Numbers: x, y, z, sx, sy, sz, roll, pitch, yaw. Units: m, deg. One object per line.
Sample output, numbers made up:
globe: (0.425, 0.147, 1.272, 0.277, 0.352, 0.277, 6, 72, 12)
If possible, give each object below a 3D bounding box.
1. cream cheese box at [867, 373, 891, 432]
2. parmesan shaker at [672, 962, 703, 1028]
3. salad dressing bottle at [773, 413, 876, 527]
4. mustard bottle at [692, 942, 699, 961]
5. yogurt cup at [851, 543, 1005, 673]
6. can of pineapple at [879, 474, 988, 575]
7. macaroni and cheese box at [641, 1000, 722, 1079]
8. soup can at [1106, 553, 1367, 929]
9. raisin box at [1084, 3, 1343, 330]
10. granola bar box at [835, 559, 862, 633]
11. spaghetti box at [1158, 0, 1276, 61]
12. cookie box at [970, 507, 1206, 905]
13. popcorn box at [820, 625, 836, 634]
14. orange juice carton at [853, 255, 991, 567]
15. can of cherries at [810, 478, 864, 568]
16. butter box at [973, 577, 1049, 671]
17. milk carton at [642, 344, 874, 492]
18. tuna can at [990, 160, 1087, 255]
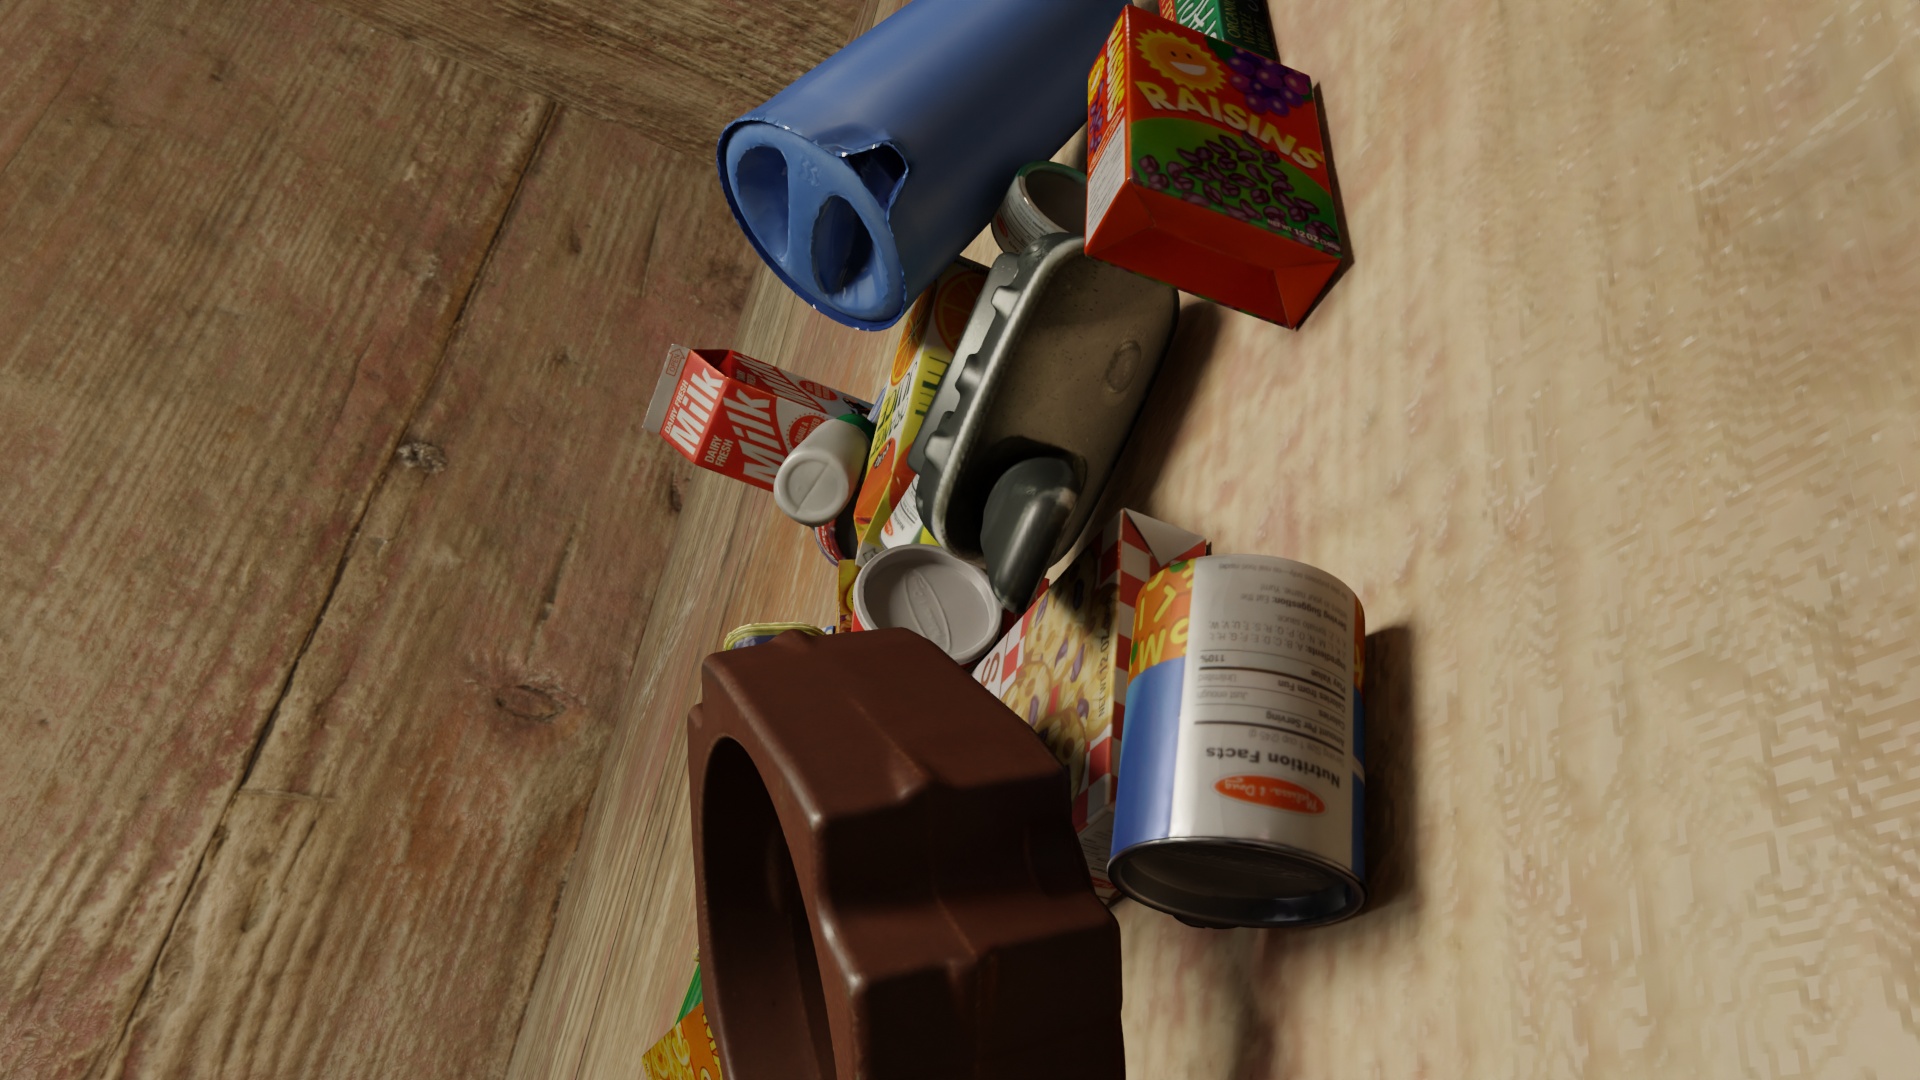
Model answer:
cream cheese box: (-0.032, -0.083, 0.944, 0.024, 0.053, 0.103, -90, 25, -49)
parmesan shaker: (-0.122, 0.250, 0.816, 0.071, 0.071, 0.103, -149, 80, -74)
salad dressing bottle: (-0.078, -0.050, 0.864, 0.064, 0.044, 0.148, -56, 5, 15)
mustard bottle: (-0.068, 0.167, 0.642, 0.160, 0.065, 0.049, -25, 34, 27)
yogurt cup: (-0.020, 0.043, 0.635, 0.053, 0.072, 0.073, 110, 169, -46)
can of pineapple: (0.003, -0.009, 0.708, 0.057, 0.071, 0.071, -58, 18, 16)
macaroni and cheese box: (-0.093, 0.273, 0.638, 0.165, 0.040, 0.124, -52, 57, 50)
soup can: (0.077, 0.056, 0.382, 0.071, 0.071, 0.084, 132, 154, -54)
raisin box: (0.093, -0.144, 0.528, 0.039, 0.086, 0.124, 119, 163, -46)
granola bar box: (-0.047, 0.102, 0.733, 0.166, 0.039, 0.123, -102, 15, -62)
spaghetti box: (0.124, -0.286, 0.703, 0.251, 0.029, 0.050, -85, 20, -43)
cookie box: (0.035, 0.084, 0.537, 0.166, 0.040, 0.123, 127, 157, -49)
popcorn box: (-0.106, 0.124, 0.870, 0.085, 0.038, 0.127, -17, 54, 23)
orange juice carton: (-0.006, -0.061, 0.795, 0.072, 0.072, 0.193, 136, 150, -60)
can of cherries: (-0.063, -0.008, 0.925, 0.058, 0.071, 0.071, -169, 98, -74)
butter box: (0.010, 0.059, 0.683, 0.103, 0.024, 0.053, 131, 153, -54)
milk carton: (-0.132, -0.081, 1.023, 0.074, 0.190, 0.072, -108, 40, -65)
tuna can: (0.054, -0.168, 0.737, 0.032, 0.071, 0.071, 126, 158, -43)
